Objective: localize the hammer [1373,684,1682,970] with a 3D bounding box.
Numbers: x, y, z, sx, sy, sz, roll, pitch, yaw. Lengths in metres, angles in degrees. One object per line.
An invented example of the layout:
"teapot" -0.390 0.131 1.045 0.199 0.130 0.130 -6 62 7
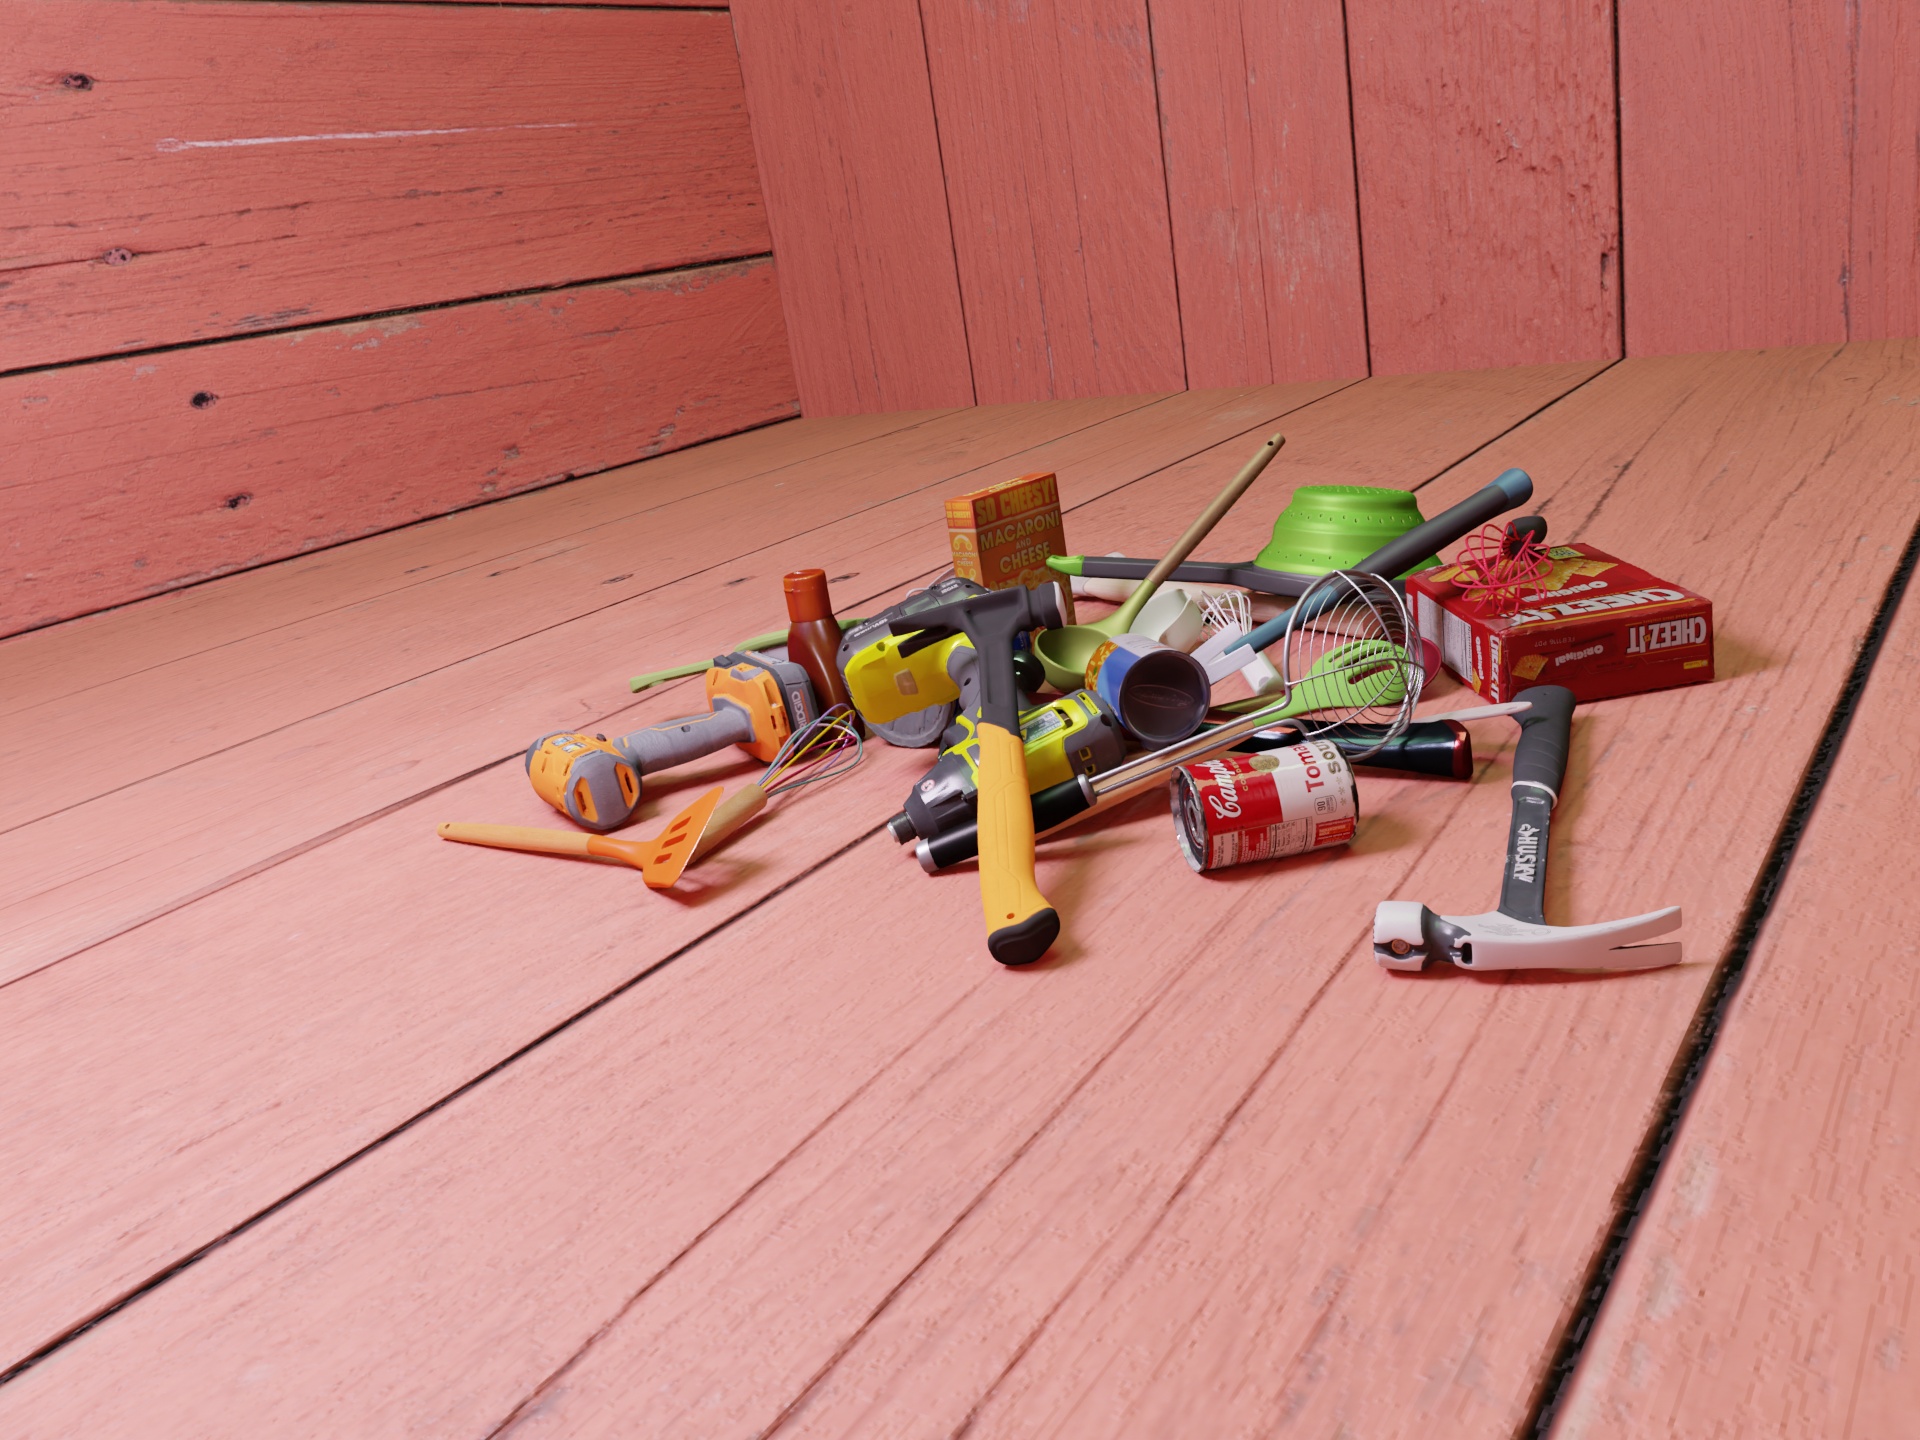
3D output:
"hammer" 0.357 0.052 0.976 0.149 0.036 0.409 0 19 23

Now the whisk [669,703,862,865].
"whisk" -0.146 0.052 1.232 0.047 0.051 0.245 -23 11 36

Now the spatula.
"spatula" -0.293 0.085 1.179 0.323 0.041 0.081 1 55 37

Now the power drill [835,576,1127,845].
"power drill" -0.002 -0.004 1.164 0.171 0.080 0.223 -27 39 -7

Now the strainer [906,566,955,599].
"strainer" 0.008 -0.148 1.779 0.087 0.050 0.258 -49 -6 25

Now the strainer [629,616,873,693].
"strainer" -0.178 -0.036 1.460 0.256 0.069 0.151 -12 -4 8

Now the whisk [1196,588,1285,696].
"whisk" 0.246 -0.065 1.387 0.058 0.059 0.246 -43 17 13

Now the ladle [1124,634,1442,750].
"ladle" 0.228 -0.010 1.247 0.315 0.031 0.069 -14 42 -9

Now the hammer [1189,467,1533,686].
"hammer" 0.304 -0.105 1.255 0.331 0.033 0.128 -31 -8 -4

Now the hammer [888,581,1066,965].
"hammer" 0.019 0.026 1.031 0.127 0.034 0.337 -13 39 8

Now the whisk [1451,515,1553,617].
"whisk" 0.438 -0.134 1.257 0.073 0.073 0.296 -1 14 25

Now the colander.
"colander" 0.279 -0.172 1.477 0.397 0.094 0.204 4 13 10

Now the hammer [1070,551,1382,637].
"hammer" 0.235 -0.117 1.572 0.146 0.038 0.411 -22 22 -33

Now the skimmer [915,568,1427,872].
"skimmer" 0.140 0.014 1.065 0.363 0.127 0.090 -23 17 8

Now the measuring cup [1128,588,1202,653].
"measuring cup" 0.178 -0.054 1.407 0.083 0.038 0.168 -28 28 26

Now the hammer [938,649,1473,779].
"hammer" 0.171 0.015 1.157 0.386 0.038 0.143 6 40 30

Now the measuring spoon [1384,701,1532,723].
"measuring spoon" 0.344 0.005 1.120 0.124 0.018 0.034 -13 12 42

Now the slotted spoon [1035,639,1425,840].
"slotted spoon" 0.179 0.014 1.101 0.314 0.031 0.070 -25 40 -7

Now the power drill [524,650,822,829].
"power drill" -0.249 0.014 1.329 0.226 0.084 0.164 -23 21 -28

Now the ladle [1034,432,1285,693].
"ladle" 0.185 -0.147 1.417 0.078 0.062 0.320 36 79 29
